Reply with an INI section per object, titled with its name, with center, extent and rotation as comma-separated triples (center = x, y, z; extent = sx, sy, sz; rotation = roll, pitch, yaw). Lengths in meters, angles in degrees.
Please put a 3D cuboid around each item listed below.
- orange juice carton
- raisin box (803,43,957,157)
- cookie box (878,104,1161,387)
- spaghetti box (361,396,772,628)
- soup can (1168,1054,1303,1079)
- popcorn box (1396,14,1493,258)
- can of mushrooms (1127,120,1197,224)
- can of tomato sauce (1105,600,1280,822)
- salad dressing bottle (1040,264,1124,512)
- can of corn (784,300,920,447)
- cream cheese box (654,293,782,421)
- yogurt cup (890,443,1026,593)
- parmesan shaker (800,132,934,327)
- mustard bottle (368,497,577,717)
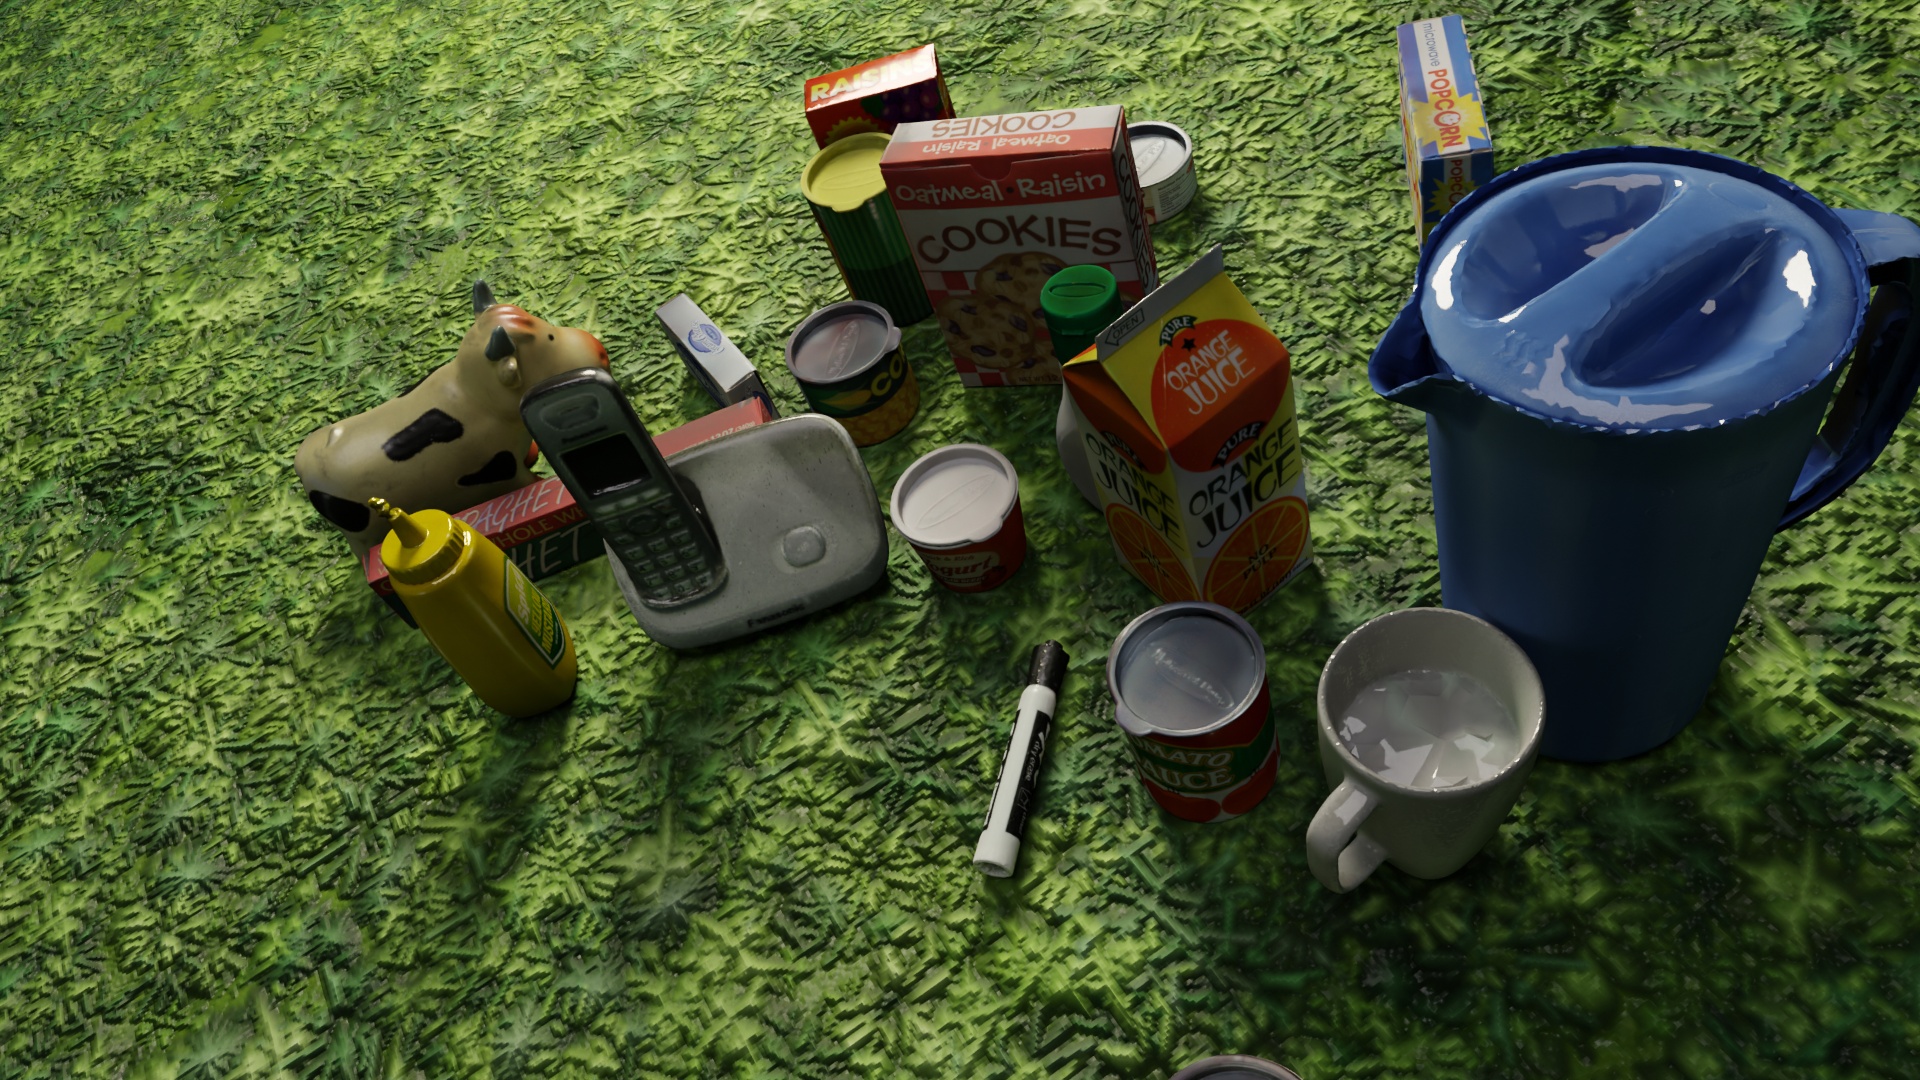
[orange juice carton]
center = 0.105, -0.045, 0.633
extent = 0.072, 0.191, 0.073
rotation = -37, 51, -11
[raisin box]
center = -0.039, -0.244, 0.884
extent = 0.086, 0.123, 0.040
rotation = -12, 50, 10
[cookie box]
center = 0.041, -0.153, 0.757
extent = 0.123, 0.166, 0.040
rotation = 1, 54, 19
[spaghetti box]
center = -0.223, -0.015, 0.813
extent = 0.250, 0.050, 0.029
rotation = -21, 49, 1
[soup can]
center = 0.101, 0.230, 0.488
extent = 0.071, 0.083, 0.072
rotation = -9, 51, 12
[popcorn box]
center = 0.274, -0.225, 0.788
extent = 0.038, 0.085, 0.127
rotation = -5, 52, 15
[can of mushrooms]
center = 0.114, -0.234, 0.883
extent = 0.071, 0.033, 0.071
rotation = -9, 51, 12
[can of tomato sauce]
center = 0.103, 0.078, 0.608
extent = 0.071, 0.082, 0.071
rotation = -9, 51, 12
[salad dressing bottle]
center = 0.074, -0.072, 0.694
extent = 0.064, 0.147, 0.044
rotation = 4, 55, 22
[can of corn]
center = -0.060, -0.098, 0.818
extent = 0.071, 0.058, 0.071
rotation = -9, 51, 12
[cream cheese box]
center = -0.148, -0.106, 0.858
extent = 0.024, 0.053, 0.104
rotation = -36, 51, -10
[yogurt cup]
center = 0.003, -0.009, 0.730
extent = 0.072, 0.053, 0.073
rotation = -9, 51, 12
[parmesan shaker]
center = -0.050, -0.187, 0.857
extent = 0.071, 0.102, 0.072
rotation = -9, 51, 12
[mustard bottle]
center = -0.253, 0.030, 0.716
extent = 0.049, 0.159, 0.065
rotation = -20, 50, 3
